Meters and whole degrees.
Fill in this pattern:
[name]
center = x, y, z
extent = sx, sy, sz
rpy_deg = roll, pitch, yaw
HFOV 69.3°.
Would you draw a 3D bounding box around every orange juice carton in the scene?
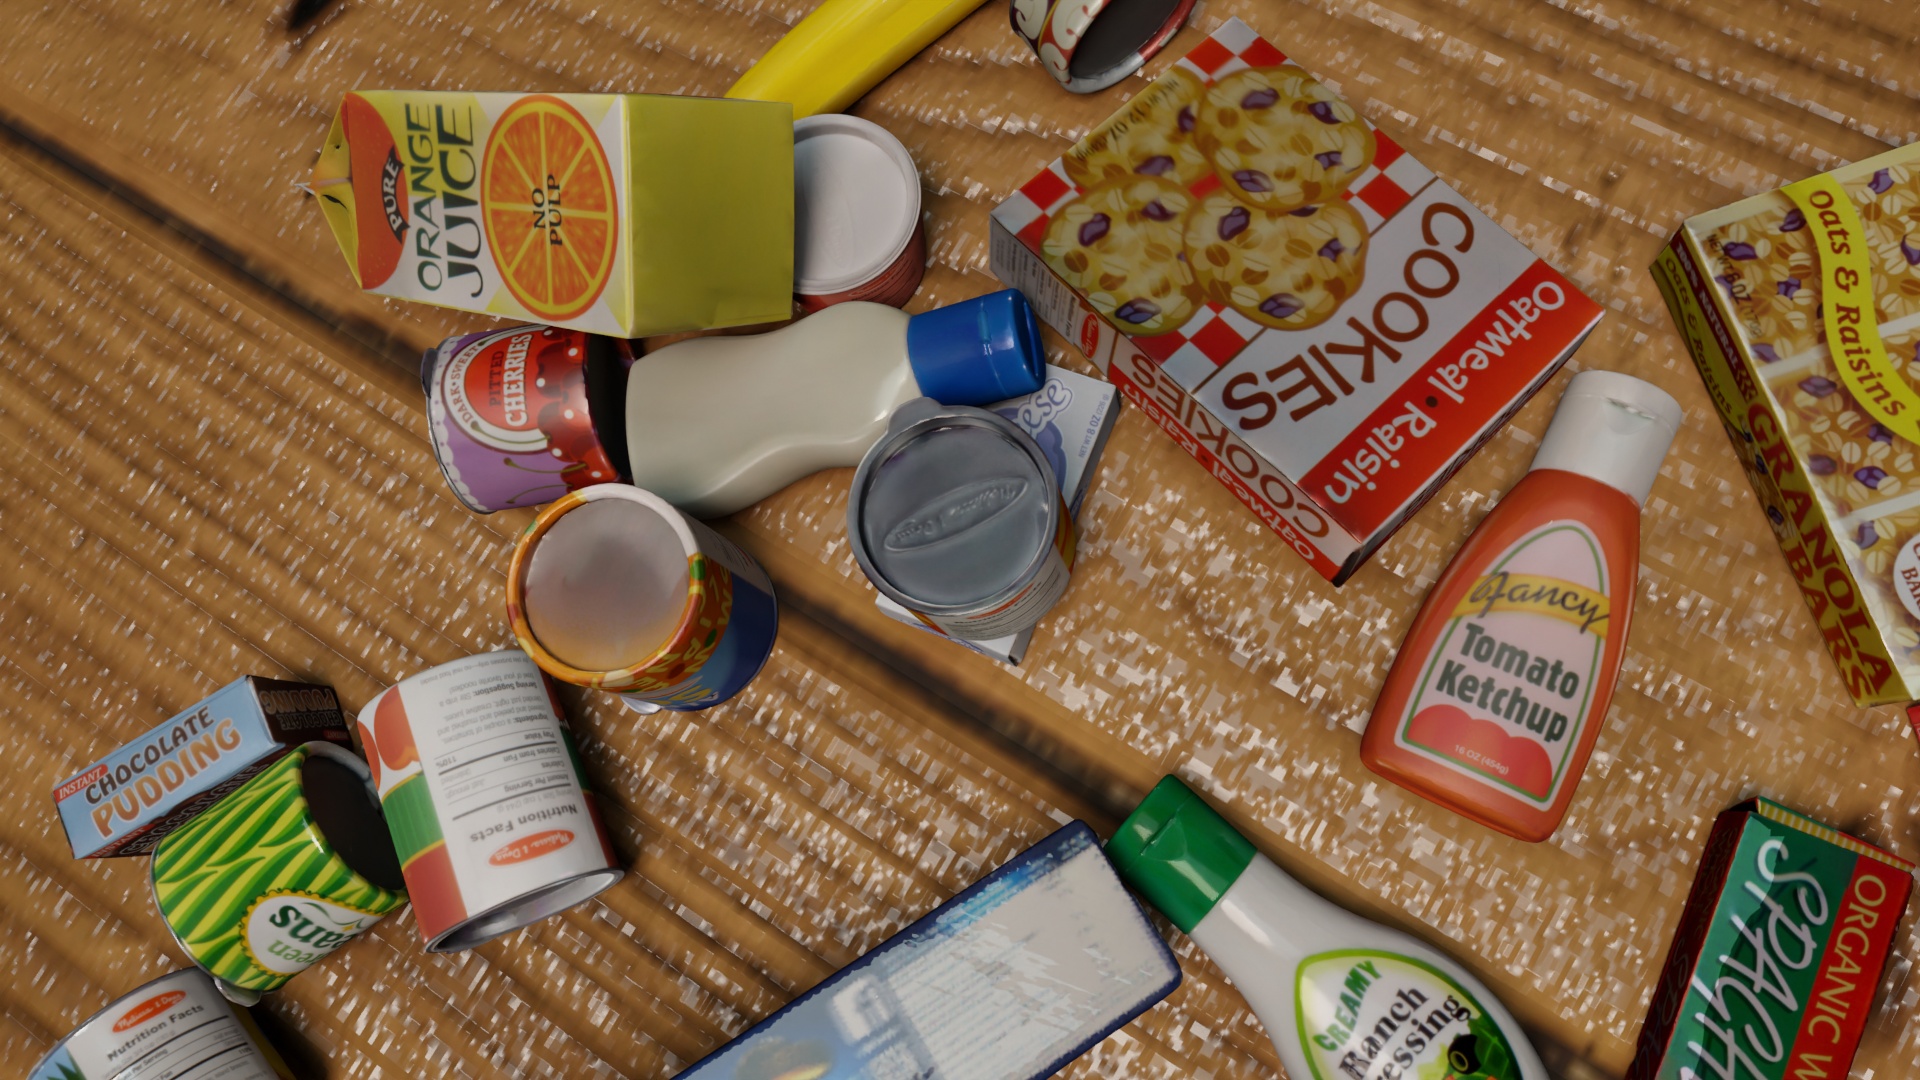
[orange juice carton]
center = -0.151, -0.119, 0.487
extent = 0.193, 0.072, 0.072
rpy_deg = 14, 110, 36

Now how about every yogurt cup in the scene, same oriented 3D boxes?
[yogurt cup]
center = -0.044, -0.113, 0.509
extent = 0.072, 0.054, 0.072
rpy_deg = -2, 77, 8

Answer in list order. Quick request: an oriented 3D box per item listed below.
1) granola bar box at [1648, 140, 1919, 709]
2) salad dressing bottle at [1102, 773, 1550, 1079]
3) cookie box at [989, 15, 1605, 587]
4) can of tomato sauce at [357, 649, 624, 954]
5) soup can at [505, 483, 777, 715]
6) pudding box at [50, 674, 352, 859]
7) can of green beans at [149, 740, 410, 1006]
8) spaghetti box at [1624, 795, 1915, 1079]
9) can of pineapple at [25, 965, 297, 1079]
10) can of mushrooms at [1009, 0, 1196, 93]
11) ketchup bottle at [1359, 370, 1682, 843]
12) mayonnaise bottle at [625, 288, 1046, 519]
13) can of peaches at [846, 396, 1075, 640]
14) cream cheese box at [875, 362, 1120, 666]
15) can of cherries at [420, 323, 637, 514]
[granola bar box]
center = 0.319, -0.043, 0.444
extent = 0.124, 0.039, 0.166
rpy_deg = -18, 75, 5
[salad dressing bottle]
center = 0.110, 0.135, 0.433
extent = 0.148, 0.044, 0.064
rpy_deg = 40, 85, 15
[cookie box]
center = 0.111, -0.085, 0.475
extent = 0.123, 0.040, 0.168
rpy_deg = -41, 74, -14
[can of tomato sauce]
center = -0.162, 0.089, 0.476
extent = 0.071, 0.071, 0.083
rpy_deg = -26, 74, 3
[soup can]
center = -0.107, 0.024, 0.472
extent = 0.071, 0.083, 0.071
rpy_deg = -2, 78, 9
[pudding box]
center = -0.272, 0.082, 0.502
extent = 0.084, 0.049, 0.030
rpy_deg = -30, 76, 1
[can of green beans]
center = -0.230, 0.112, 0.480
extent = 0.058, 0.071, 0.071
rpy_deg = -34, 75, 0
[spaghetti box]
center = 0.214, 0.201, 0.410
extent = 0.050, 0.028, 0.250
rpy_deg = 22, 82, 13
[can of pineapple]
center = -0.267, 0.189, 0.469
extent = 0.071, 0.071, 0.058
rpy_deg = -43, 75, -2
[can of mushrooms]
center = 0.054, -0.199, 0.505
extent = 0.071, 0.071, 0.033
rpy_deg = -36, 77, 0
[ketchup bottle]
center = 0.187, 0.018, 0.449
extent = 0.065, 0.043, 0.149
rpy_deg = 25, 82, 14
[mayonnaise bottle]
center = -0.045, -0.052, 0.487
extent = 0.148, 0.041, 0.065
rpy_deg = -13, 72, 18
[can of peaches]
center = 0.002, -0.006, 0.449
extent = 0.071, 0.058, 0.071
rpy_deg = -2, 76, 10
[cream cheese box]
center = 0.014, -0.013, 0.492
extent = 0.053, 0.024, 0.104
rpy_deg = 20, 81, 14
[can of cherries]
center = -0.151, -0.047, 0.501
extent = 0.058, 0.071, 0.071
rpy_deg = -8, 76, 7
